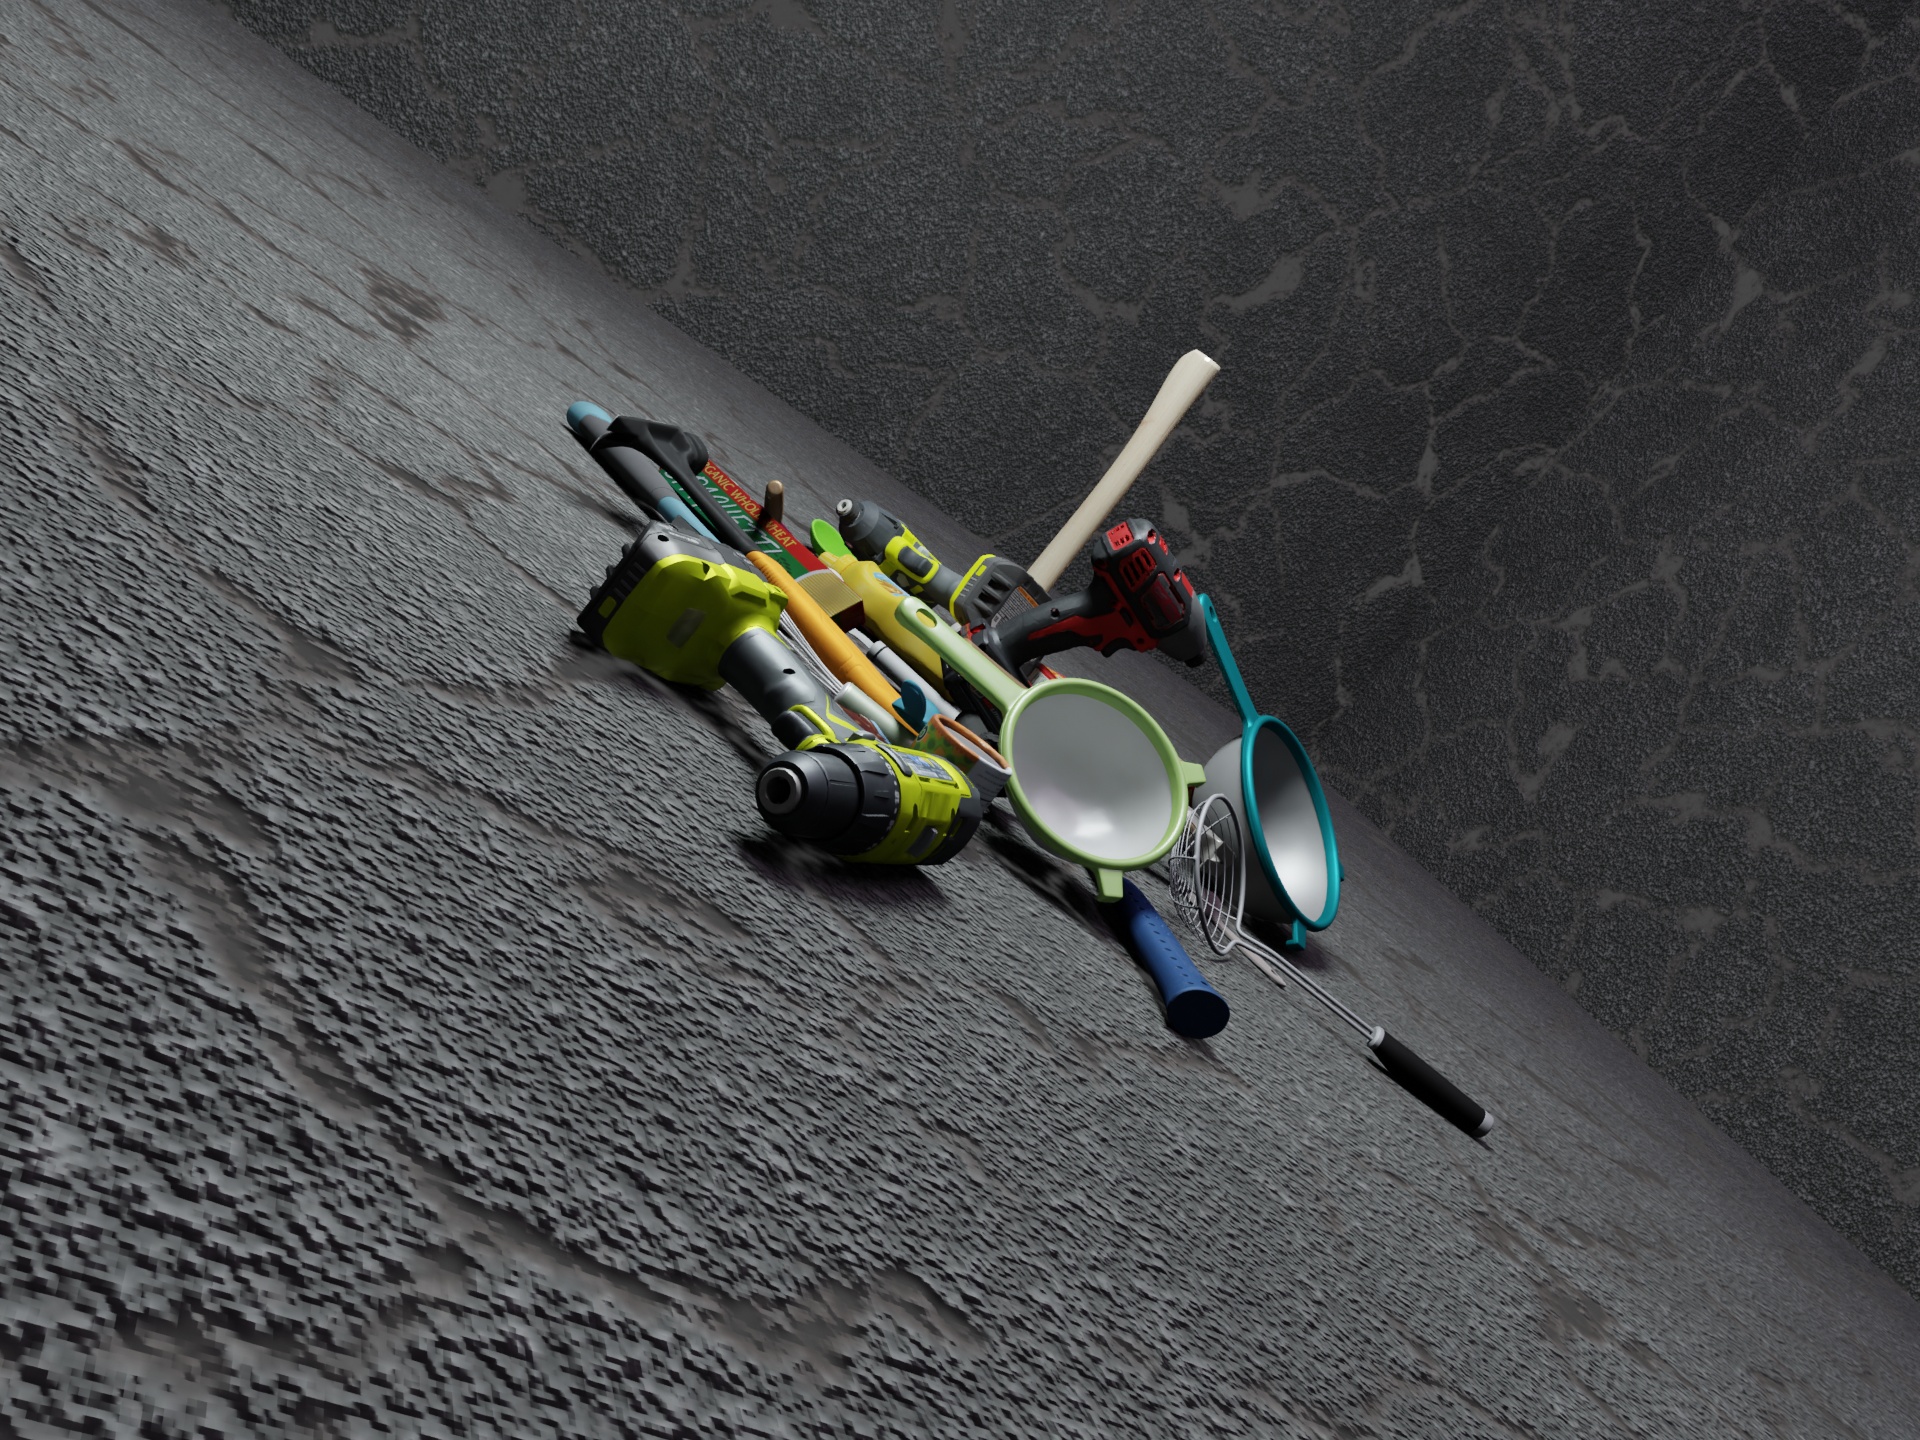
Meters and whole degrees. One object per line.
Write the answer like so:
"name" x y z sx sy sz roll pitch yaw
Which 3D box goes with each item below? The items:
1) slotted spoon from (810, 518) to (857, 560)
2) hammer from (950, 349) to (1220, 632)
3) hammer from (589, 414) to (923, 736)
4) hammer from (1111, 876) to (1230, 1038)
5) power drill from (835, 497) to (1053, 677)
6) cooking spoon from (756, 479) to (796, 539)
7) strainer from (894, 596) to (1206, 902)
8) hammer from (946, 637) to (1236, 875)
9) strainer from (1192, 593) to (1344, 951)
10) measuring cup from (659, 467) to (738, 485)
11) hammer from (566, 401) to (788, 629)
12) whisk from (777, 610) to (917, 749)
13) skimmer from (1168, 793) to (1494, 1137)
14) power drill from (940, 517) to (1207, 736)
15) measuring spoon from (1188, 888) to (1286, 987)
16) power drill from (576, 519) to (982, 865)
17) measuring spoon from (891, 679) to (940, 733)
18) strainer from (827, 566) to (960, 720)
"slotted spoon" -0.082 -0.120 1.634 0.070 0.031 0.314 31 13 -44
"hammer" 0.136 -0.207 1.663 0.038 0.410 0.146 31 12 -33
"hammer" -0.136 -0.099 1.176 0.337 0.034 0.127 48 17 12
"hammer" 0.121 0.122 1.179 0.144 0.035 0.406 34 10 -18
"power drill" -0.018 -0.137 1.548 0.223 0.080 0.171 31 -7 38
"cooking spoon" -0.171 -0.187 1.453 0.068 0.017 0.319 44 -6 -4
"strainer" 0.043 0.014 1.132 0.256 0.069 0.151 42 50 1
"hammer" 0.115 0.034 1.335 0.331 0.031 0.130 37 6 -27
"strainer" 0.258 0.049 1.525 0.211 0.095 0.340 -34 102 -60
"measuring cup" -0.223 -0.196 1.466 0.083 0.038 0.168 25 18 -51
"hammer" -0.246 -0.182 1.324 0.128 0.033 0.331 27 13 -49
"whisk" -0.090 -0.021 1.094 0.246 0.059 0.058 39 46 -8
"skimmer" 0.307 0.205 1.279 0.363 0.090 0.127 39 39 -4
"power drill" 0.102 -0.063 1.370 0.143 0.219 0.079 54 13 -25
"measuring spoon" 0.241 0.183 1.365 0.034 0.018 0.124 26 15 -48
"power drill" -0.104 -0.008 0.876 0.229 0.080 0.190 44 11 22
"measuring spoon" -0.025 -0.014 1.070 0.042 0.021 0.128 41 -11 7
"strainer" -0.076 -0.065 1.363 0.258 0.050 0.087 42 26 13
